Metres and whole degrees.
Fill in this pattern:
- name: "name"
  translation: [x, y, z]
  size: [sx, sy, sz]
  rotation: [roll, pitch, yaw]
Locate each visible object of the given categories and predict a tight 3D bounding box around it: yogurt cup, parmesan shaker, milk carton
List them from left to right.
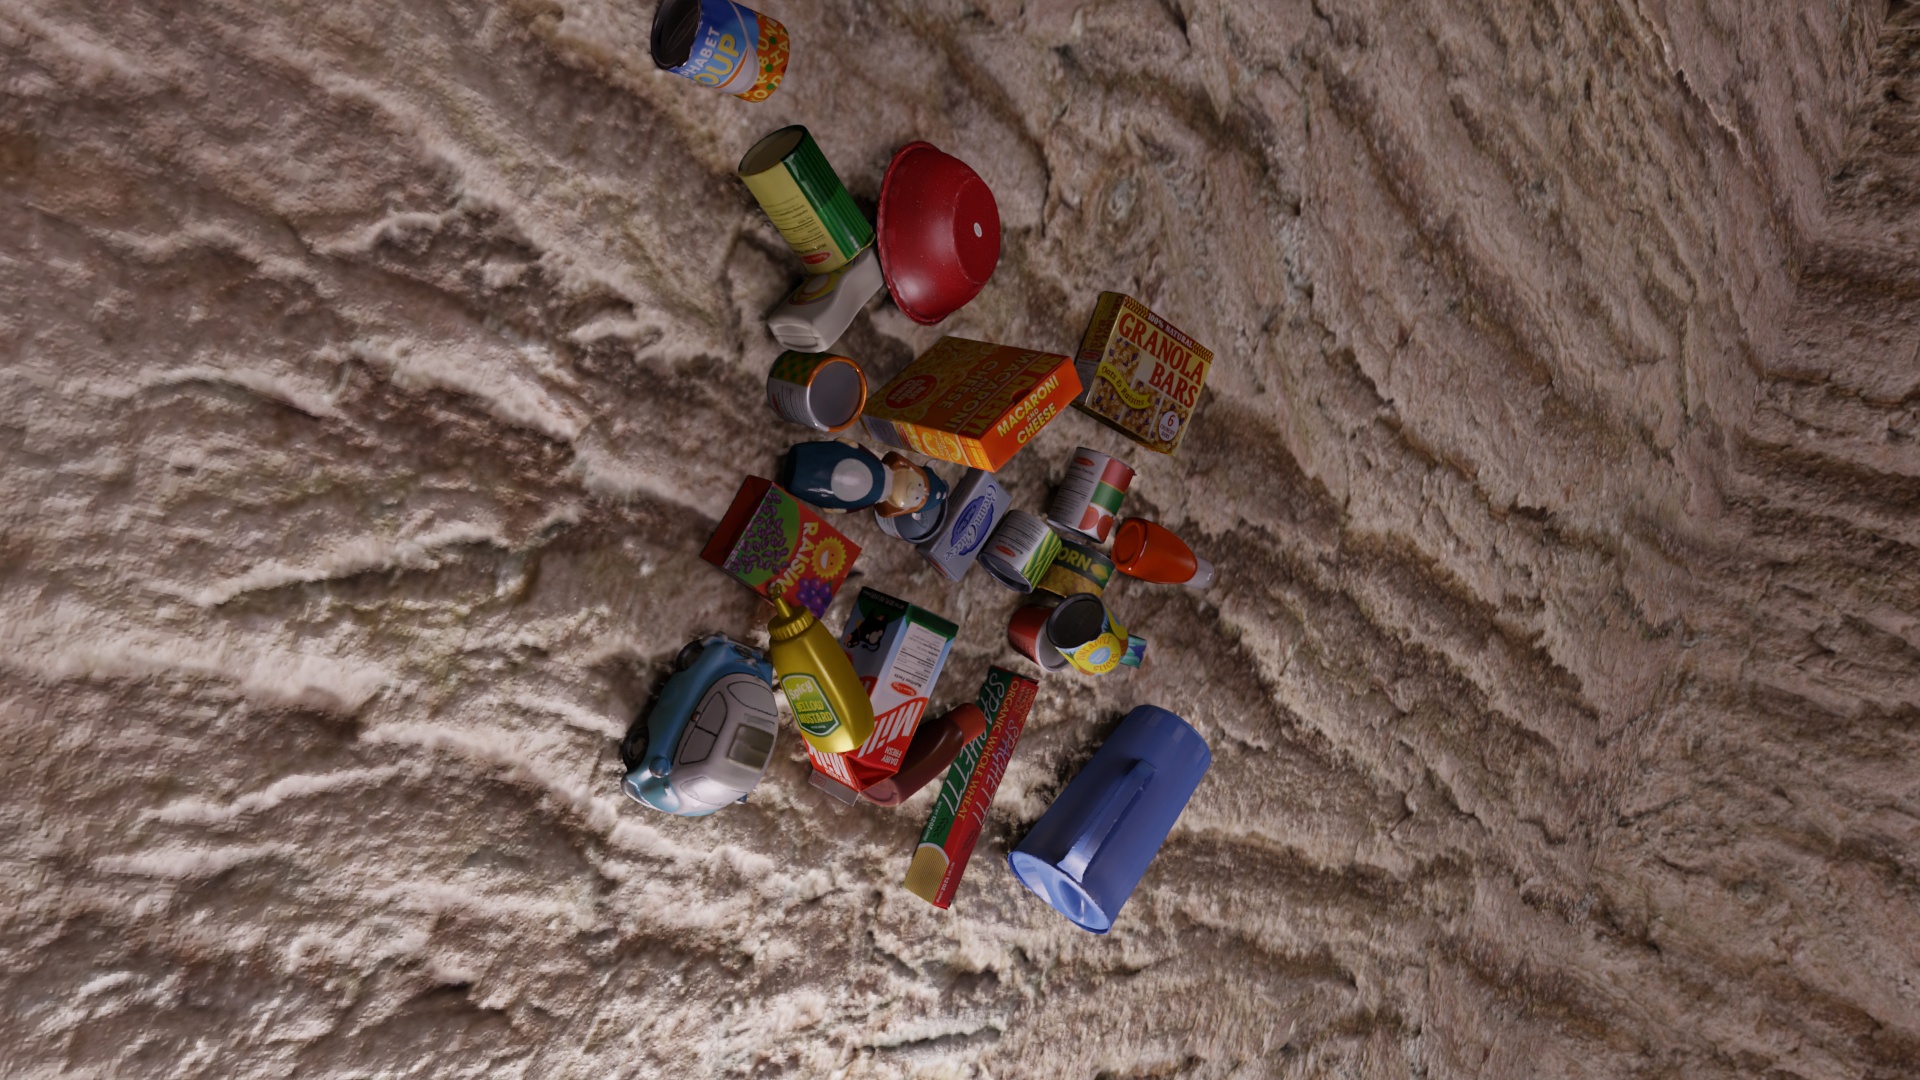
- name: "parmesan shaker"
  translation: [-0.124, -0.278, 1.131]
  size: [0.071, 0.071, 0.102]
  rotation: [-51, 130, -19]
- name: "milk carton"
  translation: [-0.083, 0.147, 1.293]
  size: [0.073, 0.072, 0.190]
  rotation: [29, 81, -43]
- name: "yogurt cup"
  translation: [0.087, 0.098, 1.447]
  size: [0.072, 0.054, 0.072]
  rotation: [-14, 112, -39]

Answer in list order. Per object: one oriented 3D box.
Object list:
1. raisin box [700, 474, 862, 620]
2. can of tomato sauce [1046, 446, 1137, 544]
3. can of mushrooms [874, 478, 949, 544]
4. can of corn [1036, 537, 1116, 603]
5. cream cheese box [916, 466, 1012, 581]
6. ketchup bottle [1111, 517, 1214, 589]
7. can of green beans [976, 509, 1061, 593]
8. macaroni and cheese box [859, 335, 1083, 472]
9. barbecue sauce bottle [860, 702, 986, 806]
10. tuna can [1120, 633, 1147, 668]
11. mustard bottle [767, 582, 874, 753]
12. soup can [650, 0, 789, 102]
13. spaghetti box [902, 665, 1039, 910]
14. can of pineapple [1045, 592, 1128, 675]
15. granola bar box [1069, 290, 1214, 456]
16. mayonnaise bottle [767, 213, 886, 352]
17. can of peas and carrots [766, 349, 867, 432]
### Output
- name: "raisin box"
  translation: [-0.154, 0.011, 1.210]
  size: [0.123, 0.040, 0.086]
  rotation: [40, 74, -43]
- name: "can of tomato sauce"
  translation: [0.136, -0.046, 1.442]
  size: [0.071, 0.071, 0.083]
  rotation: [28, 84, -44]
- name: "can of mushrooms"
  translation: [-0.044, -0.034, 1.302]
  size: [0.071, 0.033, 0.070]
  rotation: [-14, 111, -39]
- name: "can of corn"
  translation: [0.119, 0.037, 1.450]
  size: [0.071, 0.071, 0.058]
  rotation: [36, 78, -43]
- name: "cream cheese box"
  translation: [0.005, -0.017, 1.358]
  size: [0.104, 0.024, 0.053]
  rotation: [-57, 133, -15]
- name: "ketchup bottle"
  translation: [0.232, 0.022, 1.566]
  size: [0.149, 0.043, 0.064]
  rotation: [21, 89, -44]
- name: "can of green beans"
  translation: [0.059, 0.011, 1.388]
  size: [0.058, 0.071, 0.071]
  rotation: [-54, 132, -17]
- name: "macaroni and cheese box"
  translation: [0.006, -0.124, 1.229]
  size: [0.124, 0.166, 0.040]
  rotation: [-44, 127, -25]
- name: "barbecue sauce bottle"
  translation: [-0.034, 0.207, 1.364]
  size: [0.149, 0.065, 0.043]
  rotation: [-29, 116, -44]
- name: "tuna can"
  translation: [0.171, 0.115, 1.522]
  size: [0.071, 0.071, 0.033]
  rotation: [17, 90, -44]
- name: "mustard bottle"
  translation: [-0.130, 0.108, 1.198]
  size: [0.049, 0.065, 0.159]
  rotation: [-47, 119, -51]
- name: "soup can"
  translation: [-0.181, -0.373, 1.051]
  size: [0.084, 0.071, 0.071]
  rotation: [8, 97, -44]
- name: "spaghetti box"
  translation: [0.011, 0.251, 1.425]
  size: [0.028, 0.050, 0.250]
  rotation: [27, 83, -45]
- name: "can of pineapple"
  translation: [0.129, 0.096, 1.398]
  size: [0.071, 0.071, 0.057]
  rotation: [-56, 132, -15]
- name: "granola bar box"
  translation: [0.190, -0.175, 1.473]
  size: [0.165, 0.039, 0.124]
  rotation: [23, 87, -44]
- name: "mayonnaise bottle"
  translation: [-0.099, -0.220, 1.178]
  size: [0.149, 0.065, 0.041]
  rotation: [-55, 136, -30]
- name: "can of peas and carrots"
  translation: [-0.120, -0.130, 1.186]
  size: [0.071, 0.059, 0.070]
  rotation: [-15, 113, -39]
